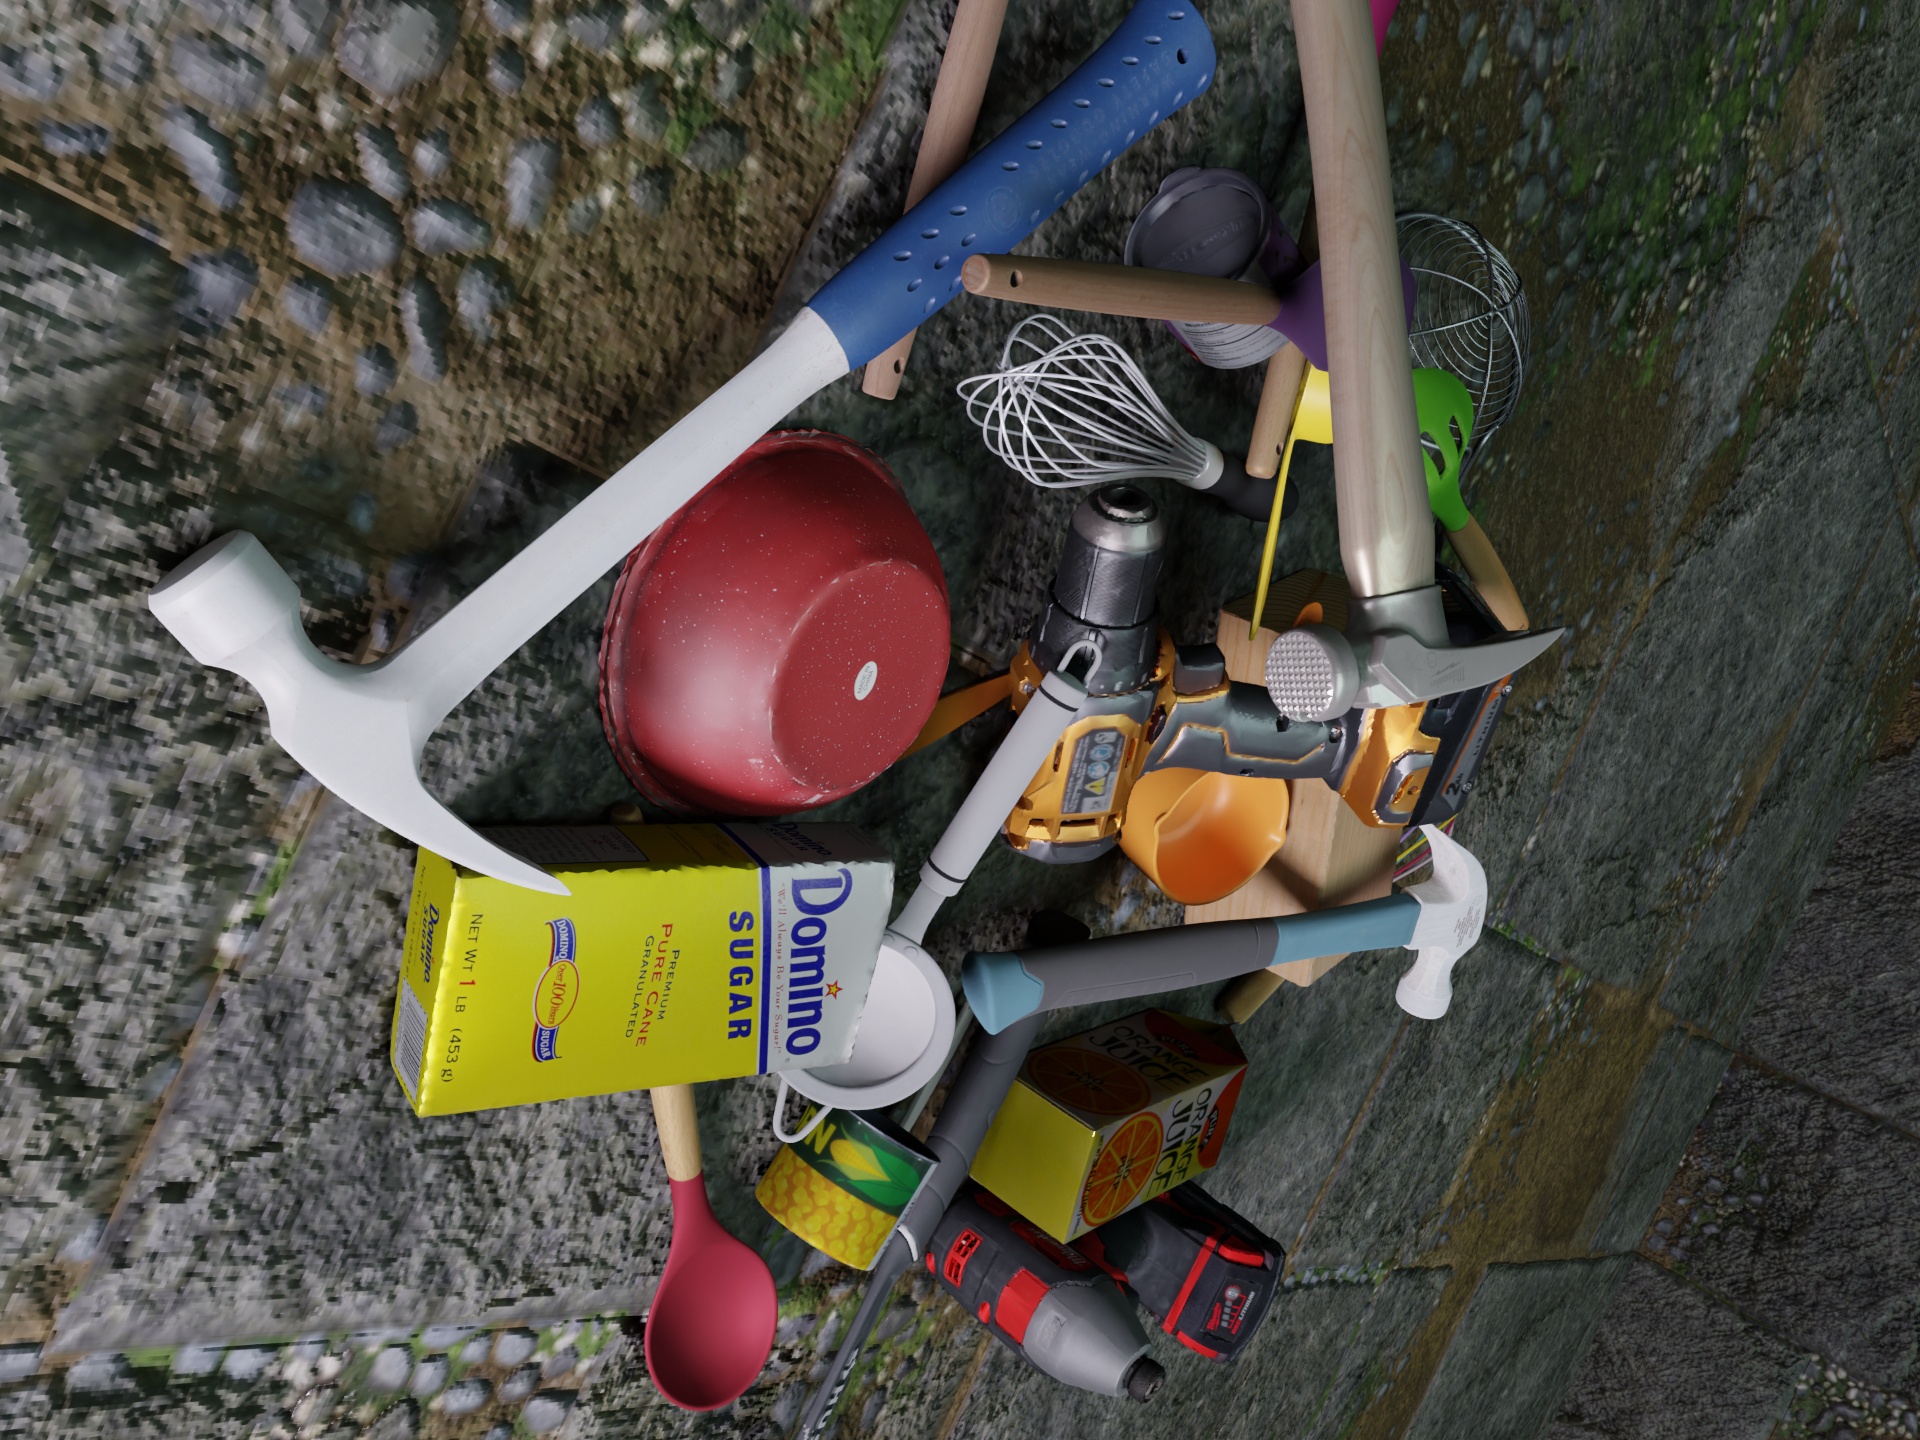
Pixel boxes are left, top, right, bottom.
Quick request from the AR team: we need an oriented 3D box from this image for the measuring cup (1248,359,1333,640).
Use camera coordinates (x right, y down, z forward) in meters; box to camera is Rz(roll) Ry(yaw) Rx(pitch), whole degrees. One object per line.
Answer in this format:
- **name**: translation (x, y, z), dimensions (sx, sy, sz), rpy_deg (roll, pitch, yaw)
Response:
- **measuring cup**: translation (0.167, -0.112, 0.762), dimensions (0.062, 0.029, 0.156), rpy_deg (-16, 118, -83)

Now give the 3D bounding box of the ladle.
- **ladle**: translation (-0.119, 0.170, 0.665), dimensions (0.069, 0.031, 0.315), rpy_deg (-26, 127, -36)

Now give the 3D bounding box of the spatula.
- **spatula**: translation (0.108, -0.168, 0.630), dimensions (0.316, 0.018, 0.059), rpy_deg (-13, 114, -48)

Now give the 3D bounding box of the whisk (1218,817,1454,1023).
- **whisk**: translation (0.258, 0.115, 1.062), dimensions (0.245, 0.047, 0.051), rpy_deg (-40, 138, -23)

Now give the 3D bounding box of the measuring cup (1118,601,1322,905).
- **measuring cup**: translation (0.138, 0.010, 0.835), dimensions (0.095, 0.052, 0.173), rpy_deg (9, 109, -36)

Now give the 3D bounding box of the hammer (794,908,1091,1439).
- **hammer**: translation (-0.035, 0.282, 0.803), dimensions (0.409, 0.036, 0.149), rpy_deg (-63, 158, -6)

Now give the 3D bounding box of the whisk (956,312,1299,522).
- **whisk**: translation (0.092, -0.123, 0.725), dimensions (0.284, 0.070, 0.070), rpy_deg (6, 106, -56)

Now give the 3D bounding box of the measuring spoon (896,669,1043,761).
- **measuring spoon**: translation (-0.001, -0.002, 0.714), dimensions (0.117, 0.011, 0.021), rpy_deg (-27, 130, -38)

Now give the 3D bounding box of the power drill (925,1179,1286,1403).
- **power drill**: translation (0.092, 0.319, 0.904), dimensions (0.219, 0.143, 0.078), rpy_deg (16, 100, -54)

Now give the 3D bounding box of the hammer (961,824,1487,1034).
- **hammer**: translation (0.147, 0.118, 0.825), dimensions (0.331, 0.033, 0.128), rpy_deg (-4, 118, -29)

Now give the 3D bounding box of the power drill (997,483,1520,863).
- **power drill**: translation (0.132, -0.024, 0.720), dimensions (0.226, 0.084, 0.185), rpy_deg (-3, 130, -14)

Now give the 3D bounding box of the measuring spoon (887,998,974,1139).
- **measuring spoon**: translation (-0.022, 0.179, 0.796), dimensions (0.124, 0.018, 0.034), rpy_deg (-59, 160, -17)

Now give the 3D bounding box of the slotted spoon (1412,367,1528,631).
- **slotted spoon**: translation (0.278, -0.102, 0.869), dimensions (0.070, 0.031, 0.313), rpy_deg (-48, 148, 8)

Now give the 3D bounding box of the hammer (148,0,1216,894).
- **hammer**: translation (-0.050, -0.115, 0.529), dimensions (0.405, 0.035, 0.144), rpy_deg (-45, 120, -20)

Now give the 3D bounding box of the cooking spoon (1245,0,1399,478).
- **cooking spoon**: translation (0.177, -0.268, 0.735), dimensions (0.068, 0.017, 0.319), rpy_deg (12, 92, -52)

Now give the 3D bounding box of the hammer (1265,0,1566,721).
- **hammer**: translation (0.161, -0.212, 0.631), dimensions (0.146, 0.038, 0.410), rpy_deg (-11, 96, -33)

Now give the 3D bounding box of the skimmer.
- **skimmer**: translation (0.255, -0.113, 0.938), dimensions (0.127, 0.090, 0.363), rpy_deg (-31, 142, -28)

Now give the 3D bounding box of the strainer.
- **strainer**: translation (-0.011, 0.073, 0.686), dimensions (0.258, 0.087, 0.050), rpy_deg (-57, -172, 16)

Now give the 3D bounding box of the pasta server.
- **pasta server**: translation (0.017, -0.268, 0.563), dimensions (0.060, 0.040, 0.316), rpy_deg (1, 111, -48)
